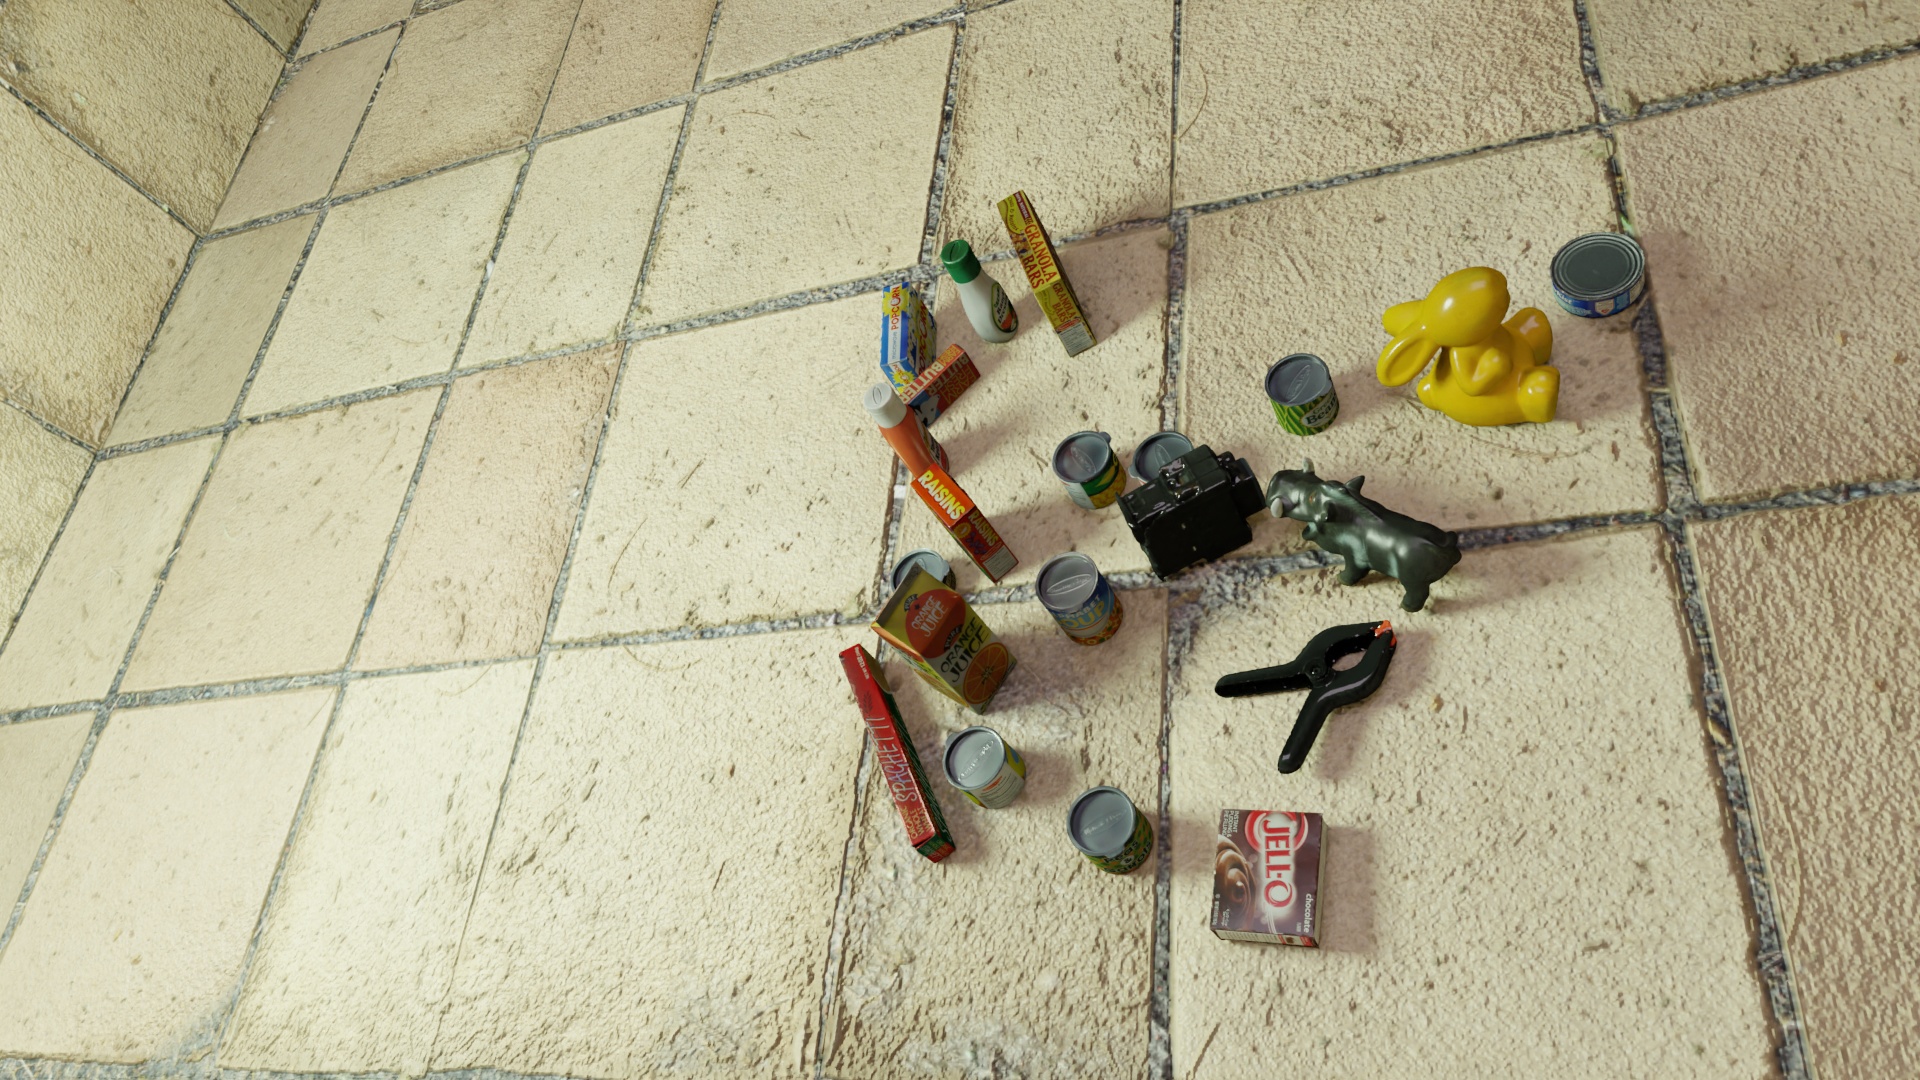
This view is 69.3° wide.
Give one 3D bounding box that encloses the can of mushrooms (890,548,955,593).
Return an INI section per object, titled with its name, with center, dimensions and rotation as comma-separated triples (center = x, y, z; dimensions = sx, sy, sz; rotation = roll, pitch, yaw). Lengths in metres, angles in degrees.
[can of mushrooms]
center = -0.039, 0.044, 1.523
dimensions = 0.071, 0.033, 0.071
rotation = -13, 55, 19

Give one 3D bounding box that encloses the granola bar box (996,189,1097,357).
[granola bar box]
center = 0.101, -0.313, 1.624
dimensions = 0.039, 0.124, 0.166
rotation = -26, 52, 11

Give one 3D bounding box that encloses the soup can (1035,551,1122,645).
[soup can]
center = 0.121, 0.062, 1.398
dimensions = 0.071, 0.083, 0.072
rotation = -13, 55, 20

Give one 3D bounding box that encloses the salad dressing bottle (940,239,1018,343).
[salad dressing bottle]
center = 0.022, -0.293, 1.637
dimensions = 0.044, 0.147, 0.064
rotation = -1, 60, 27

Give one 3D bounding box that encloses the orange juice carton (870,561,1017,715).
[orange juice carton]
center = -0.023, 0.094, 1.380
dimensions = 0.073, 0.192, 0.072
rotation = 25, 74, 36

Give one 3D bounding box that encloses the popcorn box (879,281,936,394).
[popcorn box]
center = -0.063, -0.239, 1.685
dimensions = 0.038, 0.085, 0.127
rotation = -13, 55, 20

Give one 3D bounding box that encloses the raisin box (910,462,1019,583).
[raisin box]
center = 0.005, -0.019, 1.483
dimensions = 0.040, 0.123, 0.086
rotation = -40, 51, -1

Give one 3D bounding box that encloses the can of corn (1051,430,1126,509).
[can of corn]
center = 0.141, -0.077, 1.494
dimensions = 0.071, 0.058, 0.071
rotation = -13, 55, 20

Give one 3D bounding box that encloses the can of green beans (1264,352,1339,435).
[can of green beans]
center = 0.353, -0.150, 1.433
dimensions = 0.071, 0.057, 0.071
rotation = -13, 55, 20

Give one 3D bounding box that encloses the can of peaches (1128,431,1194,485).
[can of peaches]
center = 0.217, -0.071, 1.451
dimensions = 0.071, 0.058, 0.071
rotation = -13, 55, 20

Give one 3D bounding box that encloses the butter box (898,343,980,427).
[butter box]
center = -0.027, -0.181, 1.650
dimensions = 0.103, 0.053, 0.024
rotation = -45, 51, -5

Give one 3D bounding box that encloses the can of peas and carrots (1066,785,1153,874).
[can of peas and carrots]
center = 0.139, 0.268, 1.272
dimensions = 0.071, 0.058, 0.071
rotation = -13, 55, 20

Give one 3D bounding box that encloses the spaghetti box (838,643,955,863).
[spaghetti box]
center = -0.067, 0.213, 1.418
dimensions = 0.028, 0.050, 0.251
rotation = -31, 51, 6

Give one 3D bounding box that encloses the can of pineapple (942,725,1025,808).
[can of pineapple]
center = 0.023, 0.221, 1.361
dimensions = 0.071, 0.057, 0.071
rotation = -13, 55, 20

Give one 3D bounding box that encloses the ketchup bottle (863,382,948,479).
[ketchup bottle]
center = -0.062, -0.121, 1.567
dimensions = 0.043, 0.148, 0.065
rotation = -23, 52, 13
